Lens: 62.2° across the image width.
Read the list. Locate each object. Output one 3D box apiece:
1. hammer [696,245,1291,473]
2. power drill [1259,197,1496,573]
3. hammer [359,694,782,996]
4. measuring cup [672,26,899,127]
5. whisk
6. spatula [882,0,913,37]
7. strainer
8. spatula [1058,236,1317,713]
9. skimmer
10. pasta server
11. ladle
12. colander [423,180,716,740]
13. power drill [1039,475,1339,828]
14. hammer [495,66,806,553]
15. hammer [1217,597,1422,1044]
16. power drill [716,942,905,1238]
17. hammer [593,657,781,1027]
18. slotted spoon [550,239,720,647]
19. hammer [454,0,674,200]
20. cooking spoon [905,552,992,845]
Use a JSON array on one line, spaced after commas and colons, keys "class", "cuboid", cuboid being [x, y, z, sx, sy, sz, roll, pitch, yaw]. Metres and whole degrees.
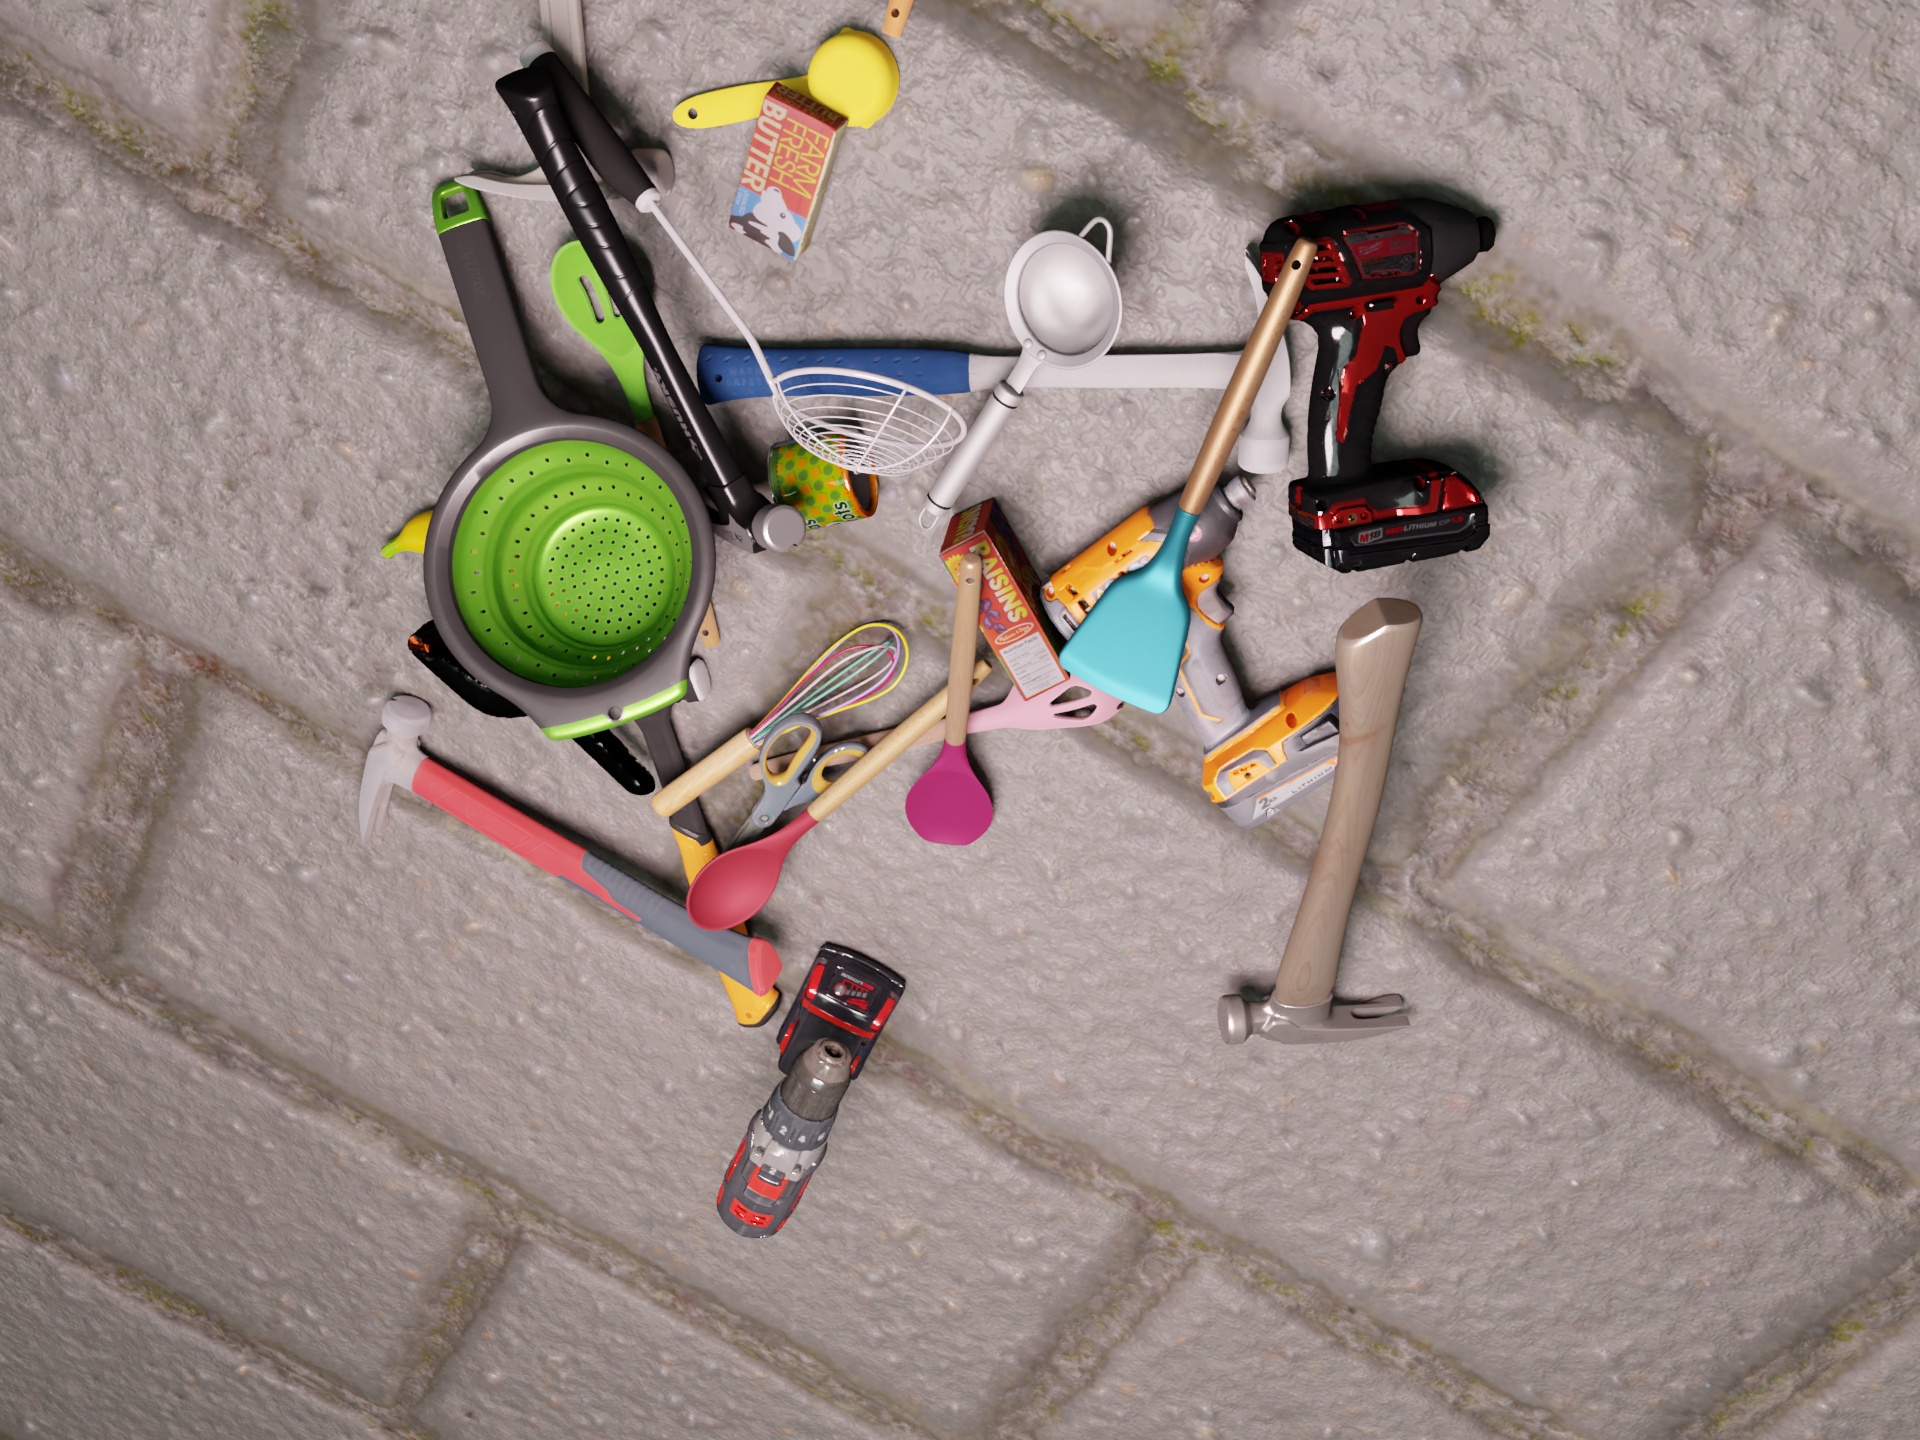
[{"class": "hammer", "cuboid": [0.018, -0.242, 1.076, 0.405, 0.035, 0.144, 2, 117, 12]}, {"class": "power drill", "cuboid": [0.269, -0.214, 1.003, 0.143, 0.079, 0.219, -11, 109, -5]}, {"class": "hammer", "cuboid": [-0.323, 0.129, 1.308, 0.386, 0.038, 0.143, 29, 120, 7]}, {"class": "measuring cup", "cuboid": [-0.117, -0.403, 1.027, 0.156, 0.029, 0.062, -6, 114, 14]}, {"class": "whisk", "cuboid": [-0.139, 0.006, 1.213, 0.245, 0.051, 0.047, -34, 113, 16]}, {"class": "spatula", "cuboid": [0.013, -0.562, 0.925, 0.081, 0.041, 0.322, 24, 123, 0]}, {"class": "strainer", "cuboid": [0.035, -0.221, 1.040, 0.087, 0.050, 0.258, 44, 125, 11]}, {"class": "spatula", "cuboid": [0.153, -0.151, 1.003, 0.082, 0.044, 0.317, 27, 124, 10]}, {"class": "skimmer", "cuboid": [-0.140, -0.302, 1.026, 0.090, 0.127, 0.363, -38, 91, -11]}, {"class": "pasta server", "cuboid": [-0.022, 0.006, 1.217, 0.316, 0.040, 0.060, -13, 113, 23]}, {"class": "ladle", "cuboid": [-0.094, 0.055, 1.205, 0.315, 0.031, 0.069, -41, 133, 19]}, {"class": "colander", "cuboid": [-0.290, -0.185, 1.130, 0.204, 0.094, 0.397, -18, 87, 4]}, {"class": "power drill", "cuboid": [0.186, -0.053, 1.109, 0.164, 0.084, 0.226, -37, 100, 24]}, {"class": "hammer", "cuboid": [-0.210, -0.263, 1.050, 0.035, 0.146, 0.334, -35, 116, -19]}, {"class": "hammer", "cuboid": [0.276, 0.087, 1.111, 0.146, 0.038, 0.410, -3, 131, -4]}, {"class": "power drill", "cuboid": [-0.112, 0.273, 1.254, 0.080, 0.227, 0.187, 26, 119, -1]}, {"class": "hammer", "cuboid": [-0.222, 0.111, 1.308, 0.127, 0.034, 0.336, -8, 114, 16]}, {"class": "slotted spoon", "cuboid": [-0.225, -0.195, 1.160, 0.070, 0.031, 0.313, -6, 117, 16]}, {"class": "hammer", "cuboid": [-0.267, -0.515, 1.003, 0.149, 0.037, 0.358, 6, 118, 10]}, {"class": "cooking spoon", "cuboid": [-0.002, -0.004, 1.150, 0.069, 0.017, 0.318, 7, 140, 1]}]
